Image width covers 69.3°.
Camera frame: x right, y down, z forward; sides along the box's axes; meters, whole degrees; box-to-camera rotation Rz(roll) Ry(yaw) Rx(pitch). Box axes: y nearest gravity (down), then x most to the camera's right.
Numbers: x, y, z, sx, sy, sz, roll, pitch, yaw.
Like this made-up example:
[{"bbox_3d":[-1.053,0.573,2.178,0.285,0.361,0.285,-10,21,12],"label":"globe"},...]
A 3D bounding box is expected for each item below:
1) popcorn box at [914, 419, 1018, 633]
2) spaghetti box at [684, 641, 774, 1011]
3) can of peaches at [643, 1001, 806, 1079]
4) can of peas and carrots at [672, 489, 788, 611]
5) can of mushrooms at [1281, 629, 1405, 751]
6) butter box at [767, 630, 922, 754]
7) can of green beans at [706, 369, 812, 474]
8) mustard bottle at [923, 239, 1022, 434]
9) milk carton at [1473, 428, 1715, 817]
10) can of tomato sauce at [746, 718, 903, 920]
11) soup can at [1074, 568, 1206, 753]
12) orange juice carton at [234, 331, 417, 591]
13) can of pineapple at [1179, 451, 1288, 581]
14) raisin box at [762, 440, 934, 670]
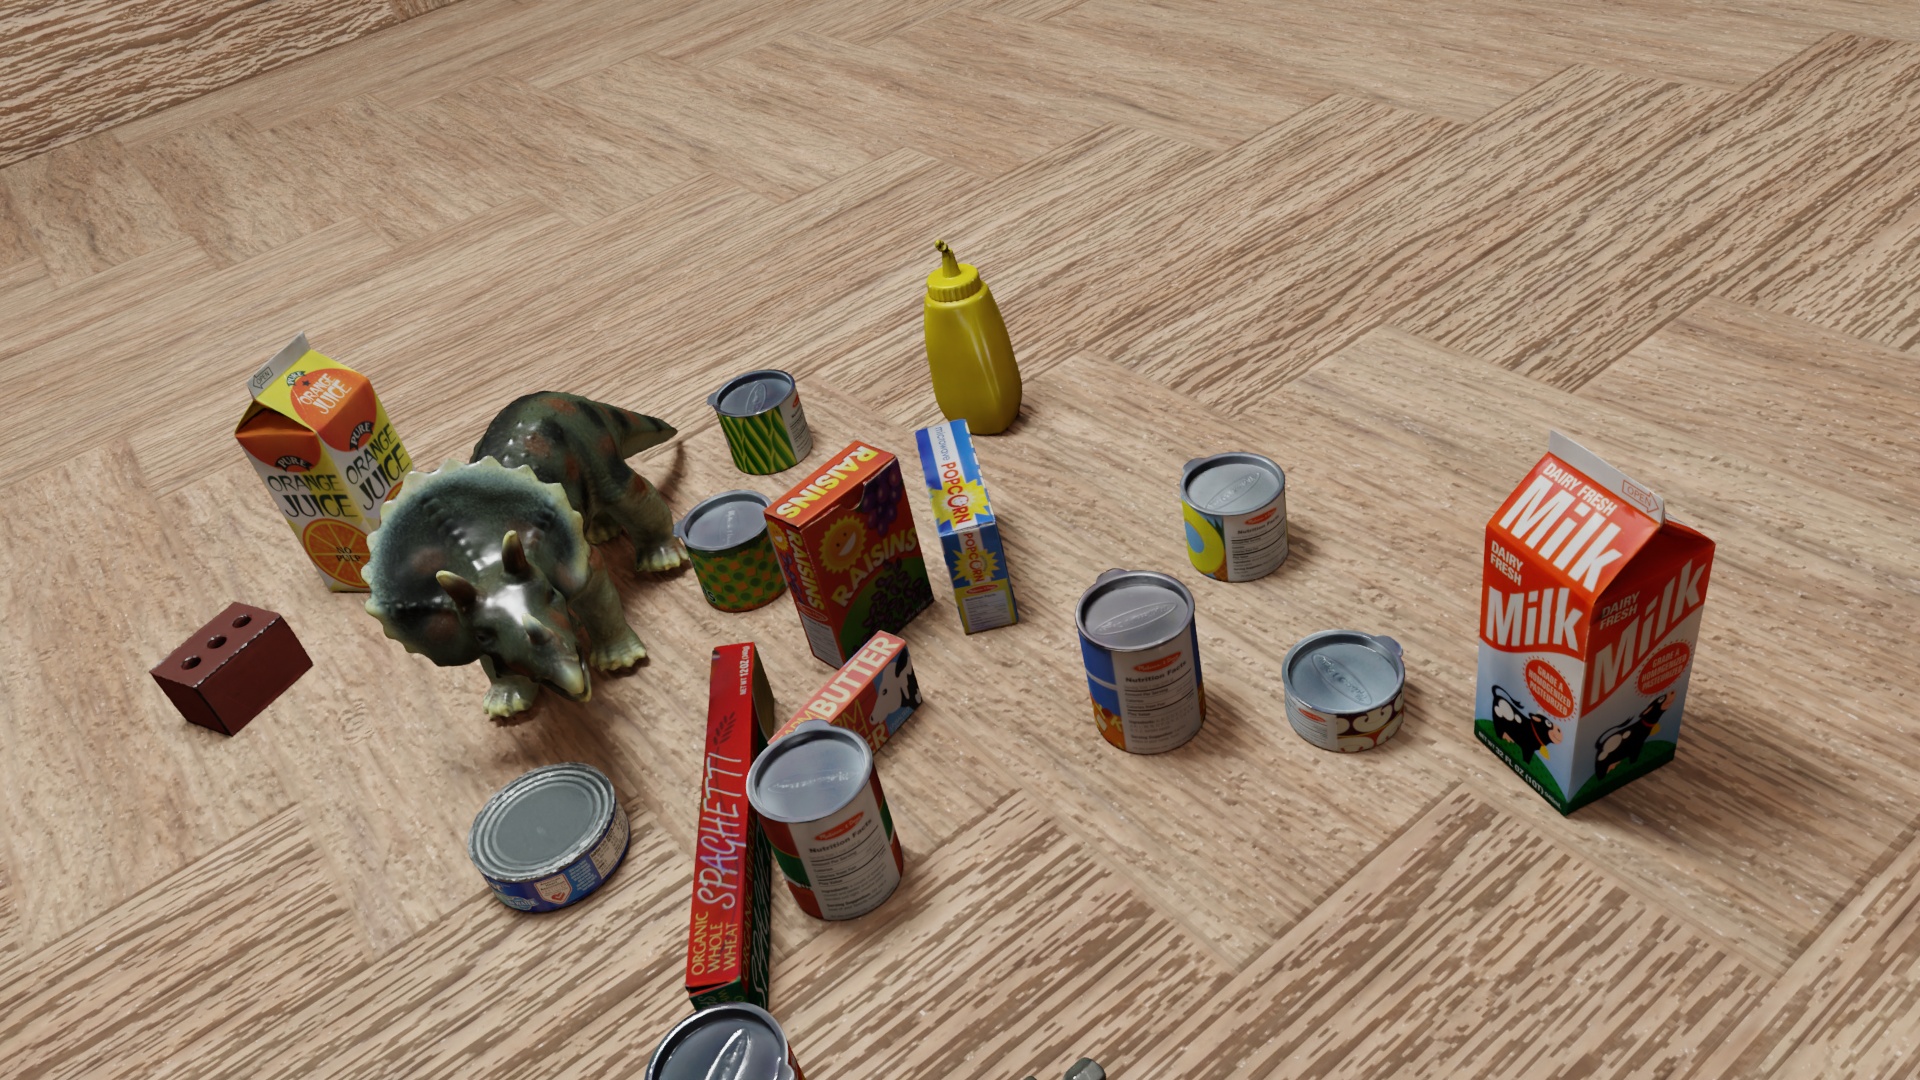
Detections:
[{"bbox_3d":[0.003,-0.012,0.920,0.038,0.084,0.127,-14,37,0],"label":"popcorn box"},{"bbox_3d":[-0.125,0.157,0.772,0.029,0.050,0.251,-12,37,2],"label":"spaghetti box"},{"bbox_3d":[-0.101,0.256,0.632,0.071,0.057,0.071,-8,37,7],"label":"can of peaches"},{"bbox_3d":[-0.157,0.008,0.966,0.071,0.058,0.071,-8,37,7],"label":"can of peas and carrots"},{"bbox_3d":[0.216,0.083,0.777,0.071,0.033,0.071,-8,37,7],"label":"can of mushrooms"},{"bbox_3d":[-0.065,0.106,0.817,0.024,0.053,0.104,18,47,34],"label":"butter box"},{"bbox_3d":[-0.155,-0.093,1.096,0.071,0.057,0.071,-8,37,7],"label":"can of green beans"},{"bbox_3d":[0.005,-0.156,1.043,0.065,0.159,0.049,10,43,28],"label":"mustard bottle"},{"bbox_3d":[0.307,0.038,0.679,0.073,0.189,0.072,-23,38,-12],"label":"milk carton"},{"bbox_3d":[-0.071,0.149,0.739,0.071,0.082,0.071,-8,37,7],"label":"can of tomato sauce"},{"bbox_3d":[0.103,0.068,0.790,0.071,0.083,0.072,-8,37,7],"label":"soup can"},{"bbox_3d":[-0.462,-0.056,1.029,0.073,0.191,0.072,-1,39,16],"label":"orange juice carton"},{"bbox_3d":[0.176,-0.016,0.897,0.071,0.057,0.071,-8,37,7],"label":"can of pineapple"},{"bbox_3d":[-0.068,0.011,0.882,0.040,0.122,0.086,23,50,38],"label":"raisin box"}]
